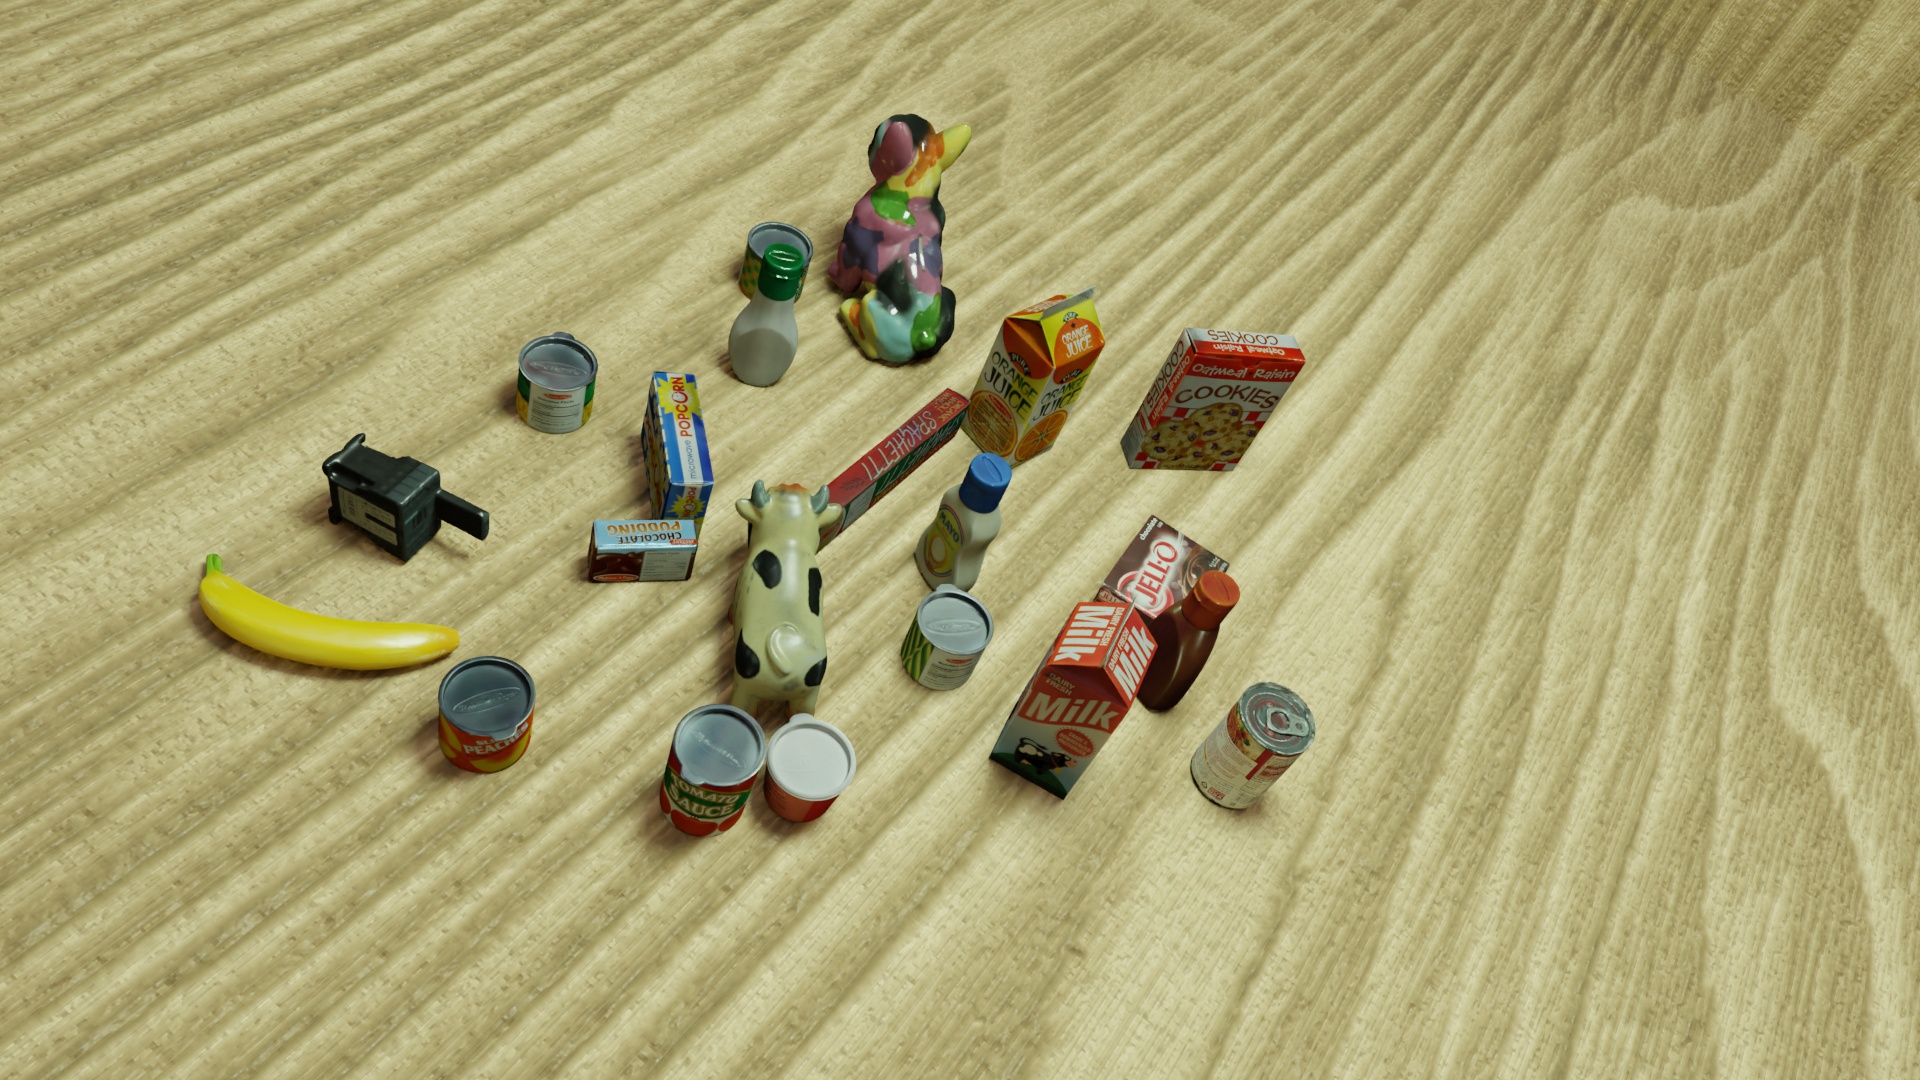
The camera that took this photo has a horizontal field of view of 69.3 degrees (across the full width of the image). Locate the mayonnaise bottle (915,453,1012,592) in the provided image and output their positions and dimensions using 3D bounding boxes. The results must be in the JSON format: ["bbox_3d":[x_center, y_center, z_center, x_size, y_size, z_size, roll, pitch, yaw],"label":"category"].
[{"bbox_3d":[0.004,-0.015,1.195,0.041,0.147,0.065,-17,60,-31],"label":"mayonnaise bottle"}]

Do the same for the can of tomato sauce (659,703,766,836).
[{"bbox_3d":[-0.183,0.170,1.014,0.071,0.082,0.071,11,50,-13],"label":"can of tomato sauce"}]

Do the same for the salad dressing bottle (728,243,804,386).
[{"bbox_3d":[-0.176,-0.207,1.283,0.064,0.146,0.044,9,50,-14],"label":"salad dressing bottle"}]

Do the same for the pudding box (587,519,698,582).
[{"bbox_3d":[-0.261,0.008,1.139,0.084,0.049,0.030,-1,53,-22],"label":"pudding box"}]

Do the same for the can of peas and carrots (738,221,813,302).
[{"bbox_3d":[-0.184,-0.275,1.395,0.071,0.058,0.071,11,49,-13],"label":"can of peas and carrots"}]

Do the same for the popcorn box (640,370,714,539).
[{"bbox_3d":[-0.243,-0.070,1.186,0.038,0.084,0.127,-1,53,-22],"label":"popcorn box"}]

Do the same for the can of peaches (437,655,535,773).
[{"bbox_3d":[-0.342,0.128,1.004,0.071,0.057,0.071,11,49,-13],"label":"can of peaches"}]

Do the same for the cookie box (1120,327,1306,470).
[{"bbox_3d":[0.248,-0.136,1.375,0.123,0.166,0.040,1,53,-21],"label":"cookie box"}]

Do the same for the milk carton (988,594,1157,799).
[{"bbox_3d":[0.093,0.118,1.092,0.073,0.189,0.073,29,48,3],"label":"milk carton"}]

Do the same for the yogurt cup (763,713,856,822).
[{"bbox_3d":[-0.118,0.177,1.053,0.072,0.053,0.073,11,49,-13],"label":"yogurt cup"}]

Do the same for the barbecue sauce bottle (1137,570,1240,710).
[{"bbox_3d":[0.190,0.083,1.187,0.044,0.147,0.065,-3,54,-23],"label":"barbecue sauce bottle"}]

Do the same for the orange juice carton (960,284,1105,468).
[{"bbox_3d":[0.071,-0.160,1.310,0.072,0.191,0.073,-28,67,-36],"label":"orange juice carton"}]

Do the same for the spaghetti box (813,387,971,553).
[{"bbox_3d":[-0.075,-0.062,1.268,0.029,0.050,0.251,37,49,11],"label":"spaghetti box"}]

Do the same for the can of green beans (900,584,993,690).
[{"bbox_3d":[-0.012,0.084,1.168,0.071,0.057,0.071,11,49,-13],"label":"can of green beans"}]

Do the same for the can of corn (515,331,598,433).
[{"bbox_3d":[-0.354,-0.138,1.217,0.071,0.058,0.071,11,49,-13],"label":"can of corn"}]
